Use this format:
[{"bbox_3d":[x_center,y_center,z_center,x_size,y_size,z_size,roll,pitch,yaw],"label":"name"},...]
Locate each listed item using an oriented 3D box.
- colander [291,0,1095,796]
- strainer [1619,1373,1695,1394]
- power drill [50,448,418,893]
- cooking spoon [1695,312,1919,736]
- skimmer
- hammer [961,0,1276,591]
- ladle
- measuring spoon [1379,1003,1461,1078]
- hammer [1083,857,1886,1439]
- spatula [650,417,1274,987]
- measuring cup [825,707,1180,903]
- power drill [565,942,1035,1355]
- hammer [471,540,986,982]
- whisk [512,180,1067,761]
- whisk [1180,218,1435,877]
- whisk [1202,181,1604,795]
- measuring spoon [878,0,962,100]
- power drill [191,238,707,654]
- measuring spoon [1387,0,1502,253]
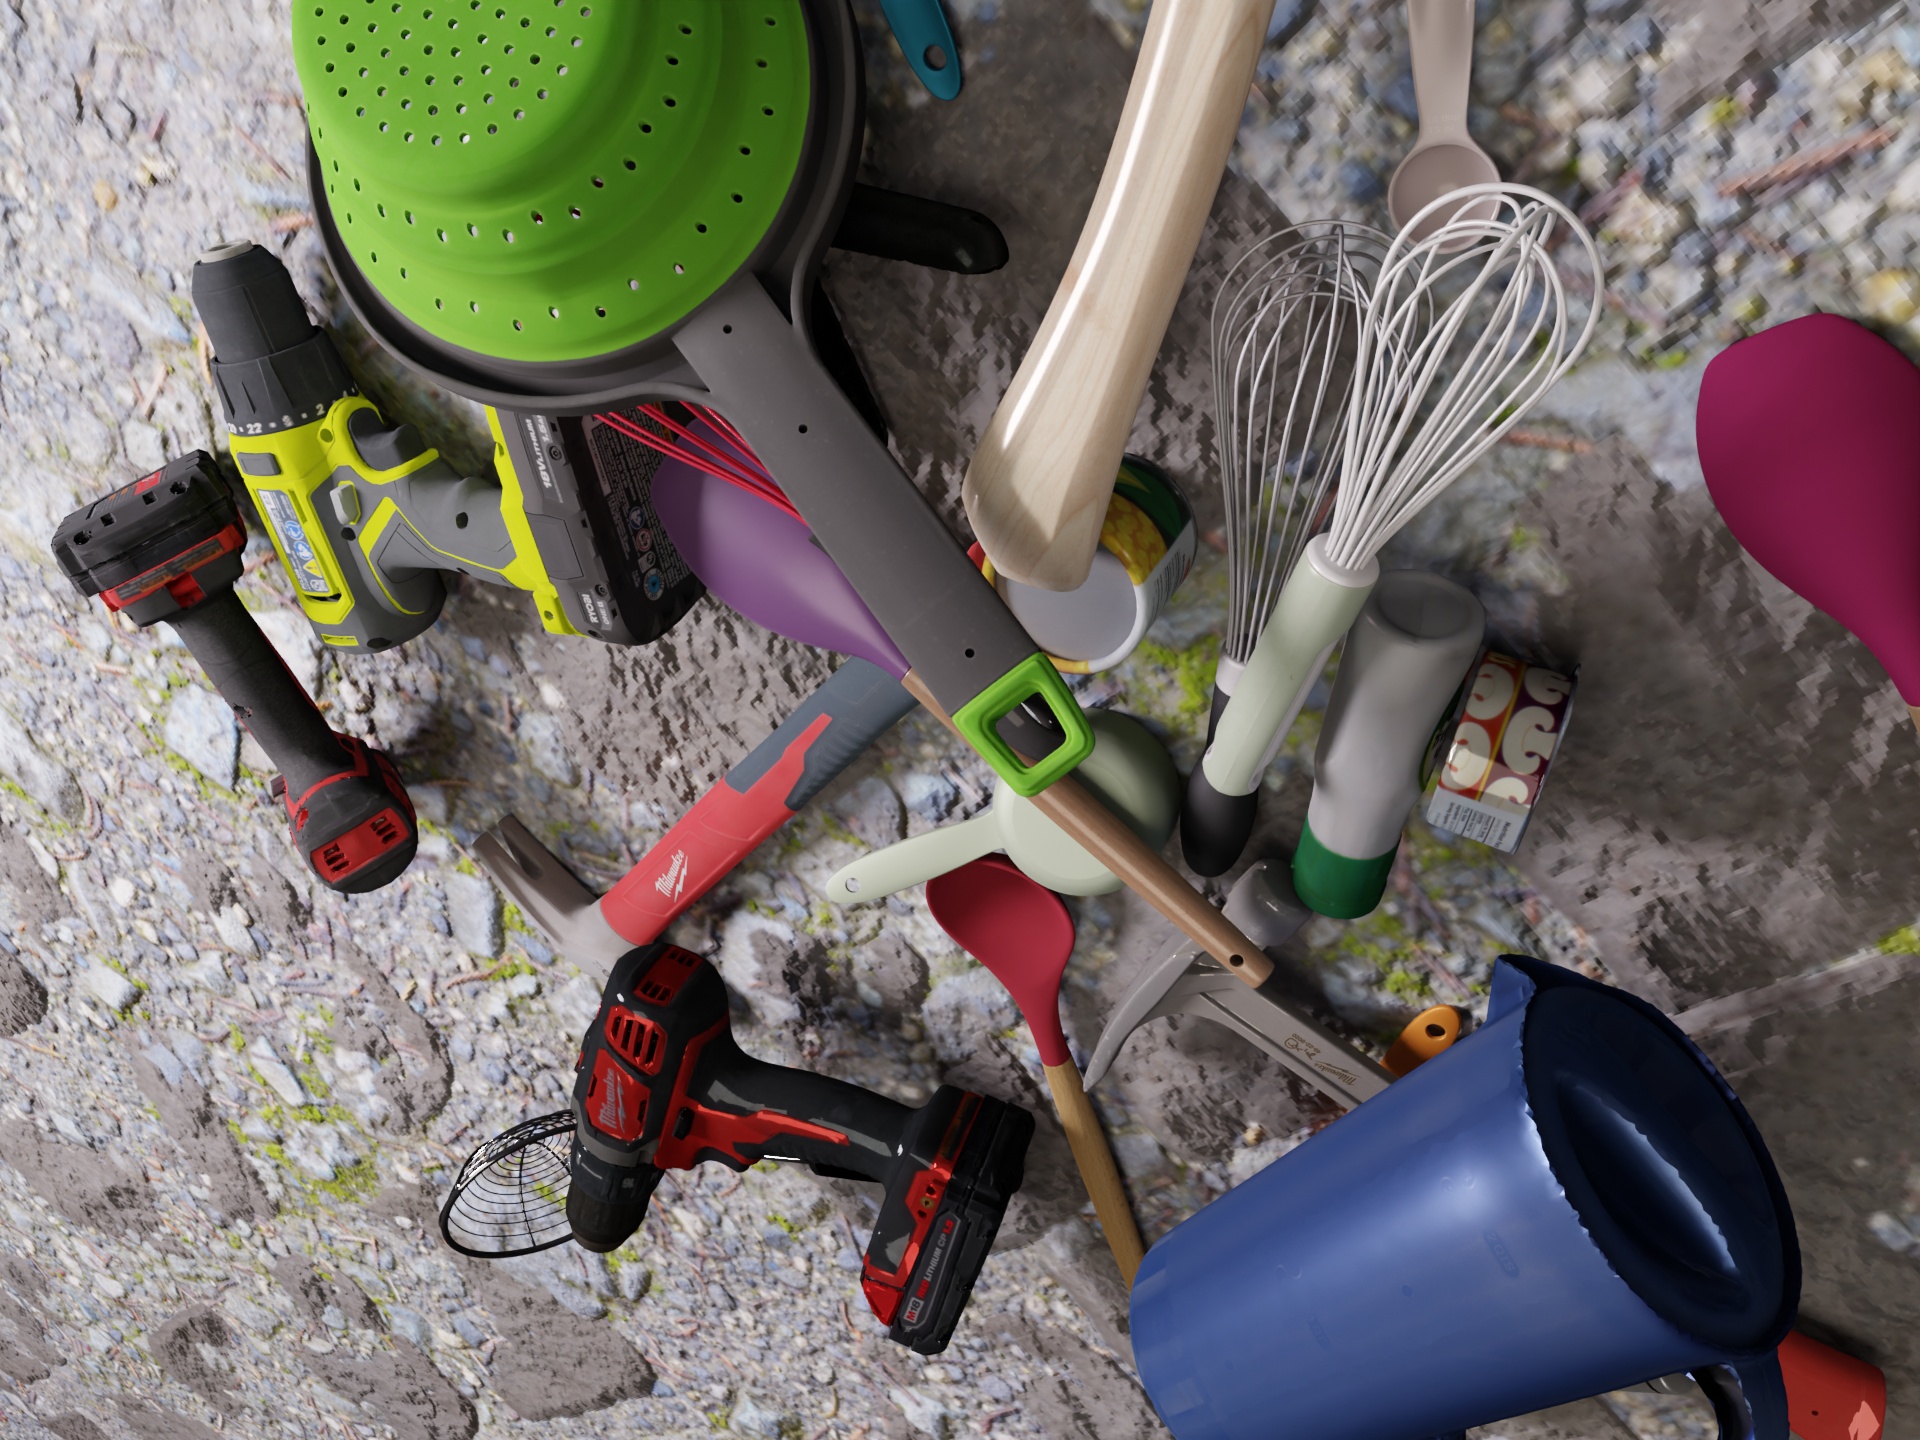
[{"bbox_3d":[-0.091,-0.142,0.493,0.204,0.094,0.397,-38,81,7],"label":"colander"},{"bbox_3d":[0.236,0.279,0.695,0.087,0.050,0.258,33,153,-6],"label":"strainer"},{"bbox_3d":[-0.357,-0.021,0.810,0.143,0.078,0.219,29,148,61],"label":"power drill"},{"bbox_3d":[0.326,0.012,0.518,0.069,0.017,0.318,-22,109,38],"label":"cooking spoon"},{"bbox_3d":[-0.135,0.275,0.904,0.363,0.090,0.127,-4,151,28],"label":"skimmer"},{"bbox_3d":[0.084,-0.218,0.443,0.146,0.038,0.410,23,121,12],"label":"hammer"},{"bbox_3d":[0.055,0.185,0.780,0.069,0.031,0.315,-4,121,28],"label":"ladle"},{"bbox_3d":[0.189,0.164,0.701,0.021,0.011,0.116,28,130,9],"label":"measuring spoon"},{"bbox_3d":[0.231,0.207,0.682,0.359,0.037,0.149,35,127,1],"label":"hammer"},{"bbox_3d":[-0.001,-0.002,0.632,0.316,0.018,0.059,41,114,4],"label":"spatula"},{"bbox_3d":[0.011,0.051,0.670,0.167,0.038,0.083,-22,97,18],"label":"measuring cup"},{"bbox_3d":[-0.095,0.230,0.805,0.227,0.080,0.187,23,118,6],"label":"power drill"},{"bbox_3d":[-0.102,0.022,0.747,0.143,0.038,0.386,46,131,-4],"label":"hammer"},{"bbox_3d":[-0.063,-0.089,0.595,0.296,0.073,0.073,44,131,-6],"label":"whisk"},{"bbox_3d":[0.109,-0.045,0.577,0.070,0.070,0.284,19,133,17],"label":"whisk"},{"bbox_3d":[0.124,-0.056,0.500,0.059,0.058,0.246,30,138,11],"label":"whisk"},{"bbox_3d":[-0.026,-0.269,0.524,0.042,0.021,0.128,-6,127,31],"label":"measuring spoon"},{"bbox_3d":[-0.230,-0.118,0.697,0.228,0.080,0.190,6,125,29],"label":"power drill"},{"bbox_3d":[0.145,-0.204,0.475,0.034,0.018,0.124,4,116,27],"label":"measuring spoon"}]
